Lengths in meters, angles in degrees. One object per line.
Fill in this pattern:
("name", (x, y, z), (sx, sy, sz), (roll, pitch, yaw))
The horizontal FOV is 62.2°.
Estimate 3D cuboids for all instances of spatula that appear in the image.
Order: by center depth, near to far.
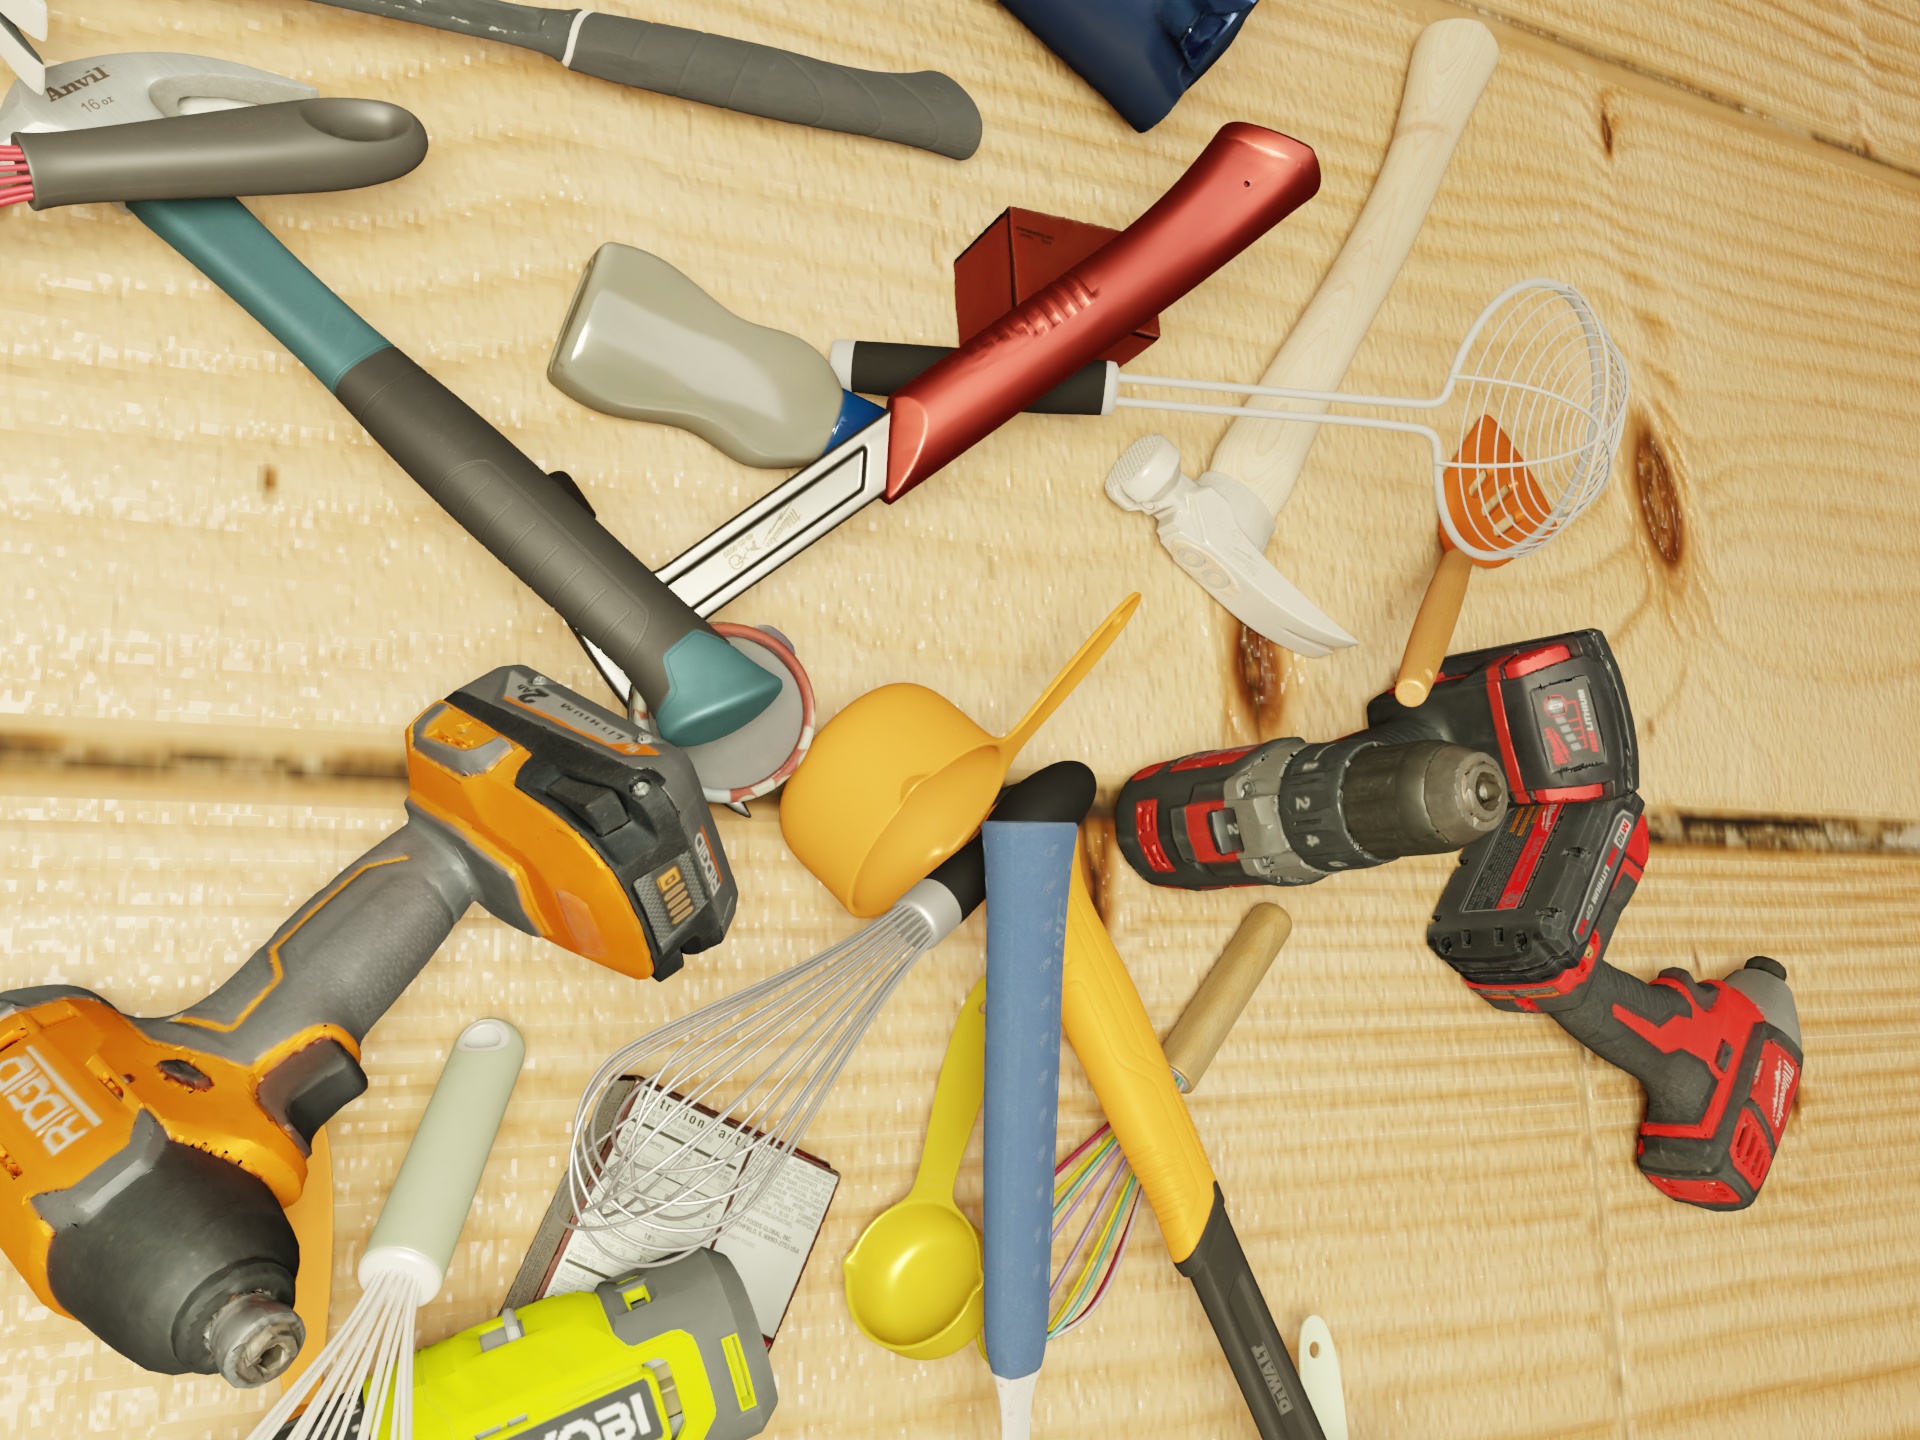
("spatula", (0.247, -0.075, 0.774), (0.081, 0.041, 0.323), (56, 31, -7))

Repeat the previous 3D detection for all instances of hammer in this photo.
("hammer", (-0.195, -0.109, 0.546), (0.331, 0.033, 0.128), (43, 58, 3))
("hammer", (0.018, 0.238, 0.554), (0.144, 0.035, 0.405), (9, 81, -66))
("hammer", (-0.167, -0.269, 0.622), (0.408, 0.036, 0.149), (-1, 54, -33))
("hammer", (0.077, 0.179, 0.627), (0.127, 0.034, 0.337), (-12, 69, -31))
("hammer", (0.006, -0.121, 0.638), (0.359, 0.037, 0.149), (-37, 102, -11))
("hammer", (0.216, -0.225, 0.842), (0.146, 0.038, 0.411), (38, 63, -18))

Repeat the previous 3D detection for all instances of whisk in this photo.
("whisk", (-0.166, 0.170, 0.464), (0.058, 0.247, 0.059), (1, 118, -1))
("whisk", (-0.306, -0.165, 0.482), (0.296, 0.073, 0.073), (-20, 89, -33))
("whisk", (-0.033, 0.087, 0.572), (0.284, 0.070, 0.070), (-38, 98, -42))
("whisk", (0.079, 0.167, 0.677), (0.047, 0.051, 0.245), (45, 59, -7))

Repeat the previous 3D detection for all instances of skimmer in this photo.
("skimmer", (0.125, -0.145, 0.717), (0.363, 0.090, 0.127), (5, 106, -1))

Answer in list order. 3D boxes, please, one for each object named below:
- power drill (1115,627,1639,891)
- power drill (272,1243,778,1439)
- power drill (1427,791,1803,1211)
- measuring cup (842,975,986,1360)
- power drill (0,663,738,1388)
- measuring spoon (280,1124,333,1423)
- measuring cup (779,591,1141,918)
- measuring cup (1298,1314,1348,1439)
("power drill", (0.203, 0.020, 0.696), (0.226, 0.188, 0.080), (-14, 91, -34))
("power drill", (-0.132, 0.300, 0.490), (0.190, 0.080, 0.228), (-17, 94, -20))
("power drill", (0.351, 0.134, 0.816), (0.219, 0.078, 0.143), (44, 62, -17))
("measuring cup", (-0.001, 0.176, 0.635), (0.029, 0.062, 0.157), (56, 41, -43))
("power drill", (-0.179, 0.088, 0.486), (0.226, 0.164, 0.084), (-40, 137, -31))
("measuring spoon", (-0.220, 0.184, 0.529), (0.021, 0.011, 0.117), (1, 75, -29))
("measuring cup", (-0.001, -0.002, 0.631), (0.052, 0.095, 0.173), (38, 76, 20))
("measuring cup", (0.149, 0.341, 0.680), (0.083, 0.038, 0.168), (4, 75, -28))
